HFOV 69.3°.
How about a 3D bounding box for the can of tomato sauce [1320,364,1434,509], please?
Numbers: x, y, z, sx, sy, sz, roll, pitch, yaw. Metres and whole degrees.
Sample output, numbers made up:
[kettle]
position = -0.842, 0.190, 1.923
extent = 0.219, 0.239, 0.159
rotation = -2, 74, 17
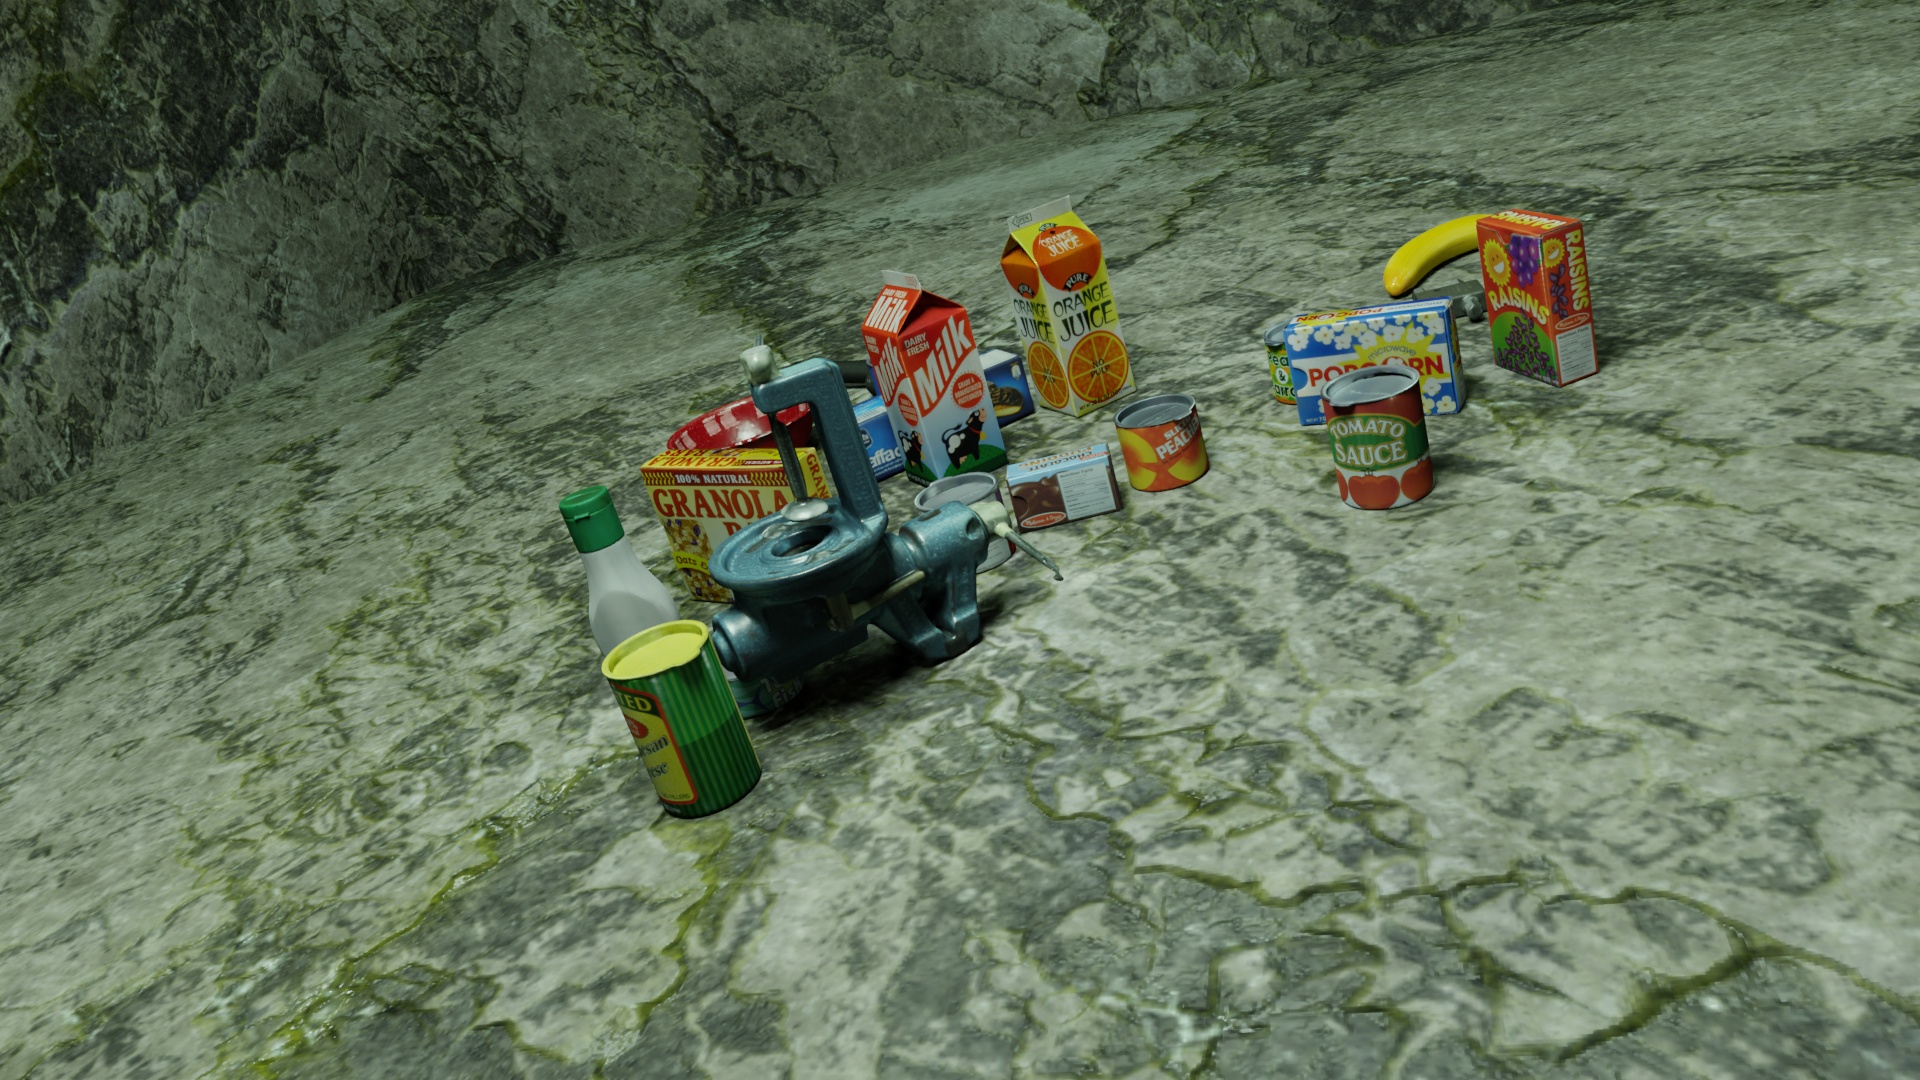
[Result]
[can of tomato sauce]
position = 0.291, -0.071, 0.969
extent = 0.071, 0.082, 0.071
rotation = -14, 23, 6

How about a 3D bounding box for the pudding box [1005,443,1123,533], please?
[pudding box]
position = 0.081, -0.041, 1.089
extent = 0.084, 0.049, 0.030
rotation = -14, 23, 8

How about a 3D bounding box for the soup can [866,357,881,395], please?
[soup can]
position = -0.049, -0.148, 1.378
extent = 0.071, 0.083, 0.071
rotation = -14, 23, 6

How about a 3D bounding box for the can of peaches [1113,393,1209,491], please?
[can of peaches]
position = 0.162, -0.078, 1.106
extent = 0.071, 0.058, 0.071
rotation = -14, 23, 6

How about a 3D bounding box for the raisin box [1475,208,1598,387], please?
[raisin box]
position = 0.447, -0.190, 1.081
extent = 0.040, 0.123, 0.086
rotation = -20, 23, -6

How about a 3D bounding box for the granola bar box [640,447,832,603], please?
[granola bar box]
position = -0.167, -0.010, 1.092
extent = 0.165, 0.123, 0.039
rotation = 2, 29, 38

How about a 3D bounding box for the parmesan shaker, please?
[parmesan shaker]
position = -0.167, 0.110, 0.846
extent = 0.071, 0.102, 0.071
rotation = -14, 23, 6

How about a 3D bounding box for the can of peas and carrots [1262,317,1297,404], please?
[can of peas and carrots]
position = 0.295, -0.154, 1.187
extent = 0.071, 0.058, 0.071
rotation = -14, 23, 6

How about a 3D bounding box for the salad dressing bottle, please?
[salad dressing bottle]
position = -0.251, 0.032, 1.024
extent = 0.064, 0.147, 0.044
rotation = -15, 22, 4

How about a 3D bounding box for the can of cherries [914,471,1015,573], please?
[can of cherries]
position = 0.004, -0.013, 1.067
extent = 0.071, 0.058, 0.072
rotation = -14, 23, 6

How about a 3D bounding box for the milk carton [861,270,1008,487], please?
[milk carton]
position = -0.027, -0.145, 1.220
extent = 0.074, 0.189, 0.072
rotation = -26, 24, -22

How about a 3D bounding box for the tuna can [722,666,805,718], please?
[tuna can]
position = -0.141, 0.093, 0.958
extent = 0.071, 0.032, 0.071
rotation = -14, 23, 6

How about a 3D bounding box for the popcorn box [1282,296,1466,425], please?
[popcorn box]
position = 0.328, -0.141, 1.100
extent = 0.126, 0.085, 0.038
rotation = -3, 26, 30

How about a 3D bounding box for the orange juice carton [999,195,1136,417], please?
[orange juice carton]
position = 0.097, -0.220, 1.303
extent = 0.072, 0.192, 0.073
rotation = -26, 24, -20
